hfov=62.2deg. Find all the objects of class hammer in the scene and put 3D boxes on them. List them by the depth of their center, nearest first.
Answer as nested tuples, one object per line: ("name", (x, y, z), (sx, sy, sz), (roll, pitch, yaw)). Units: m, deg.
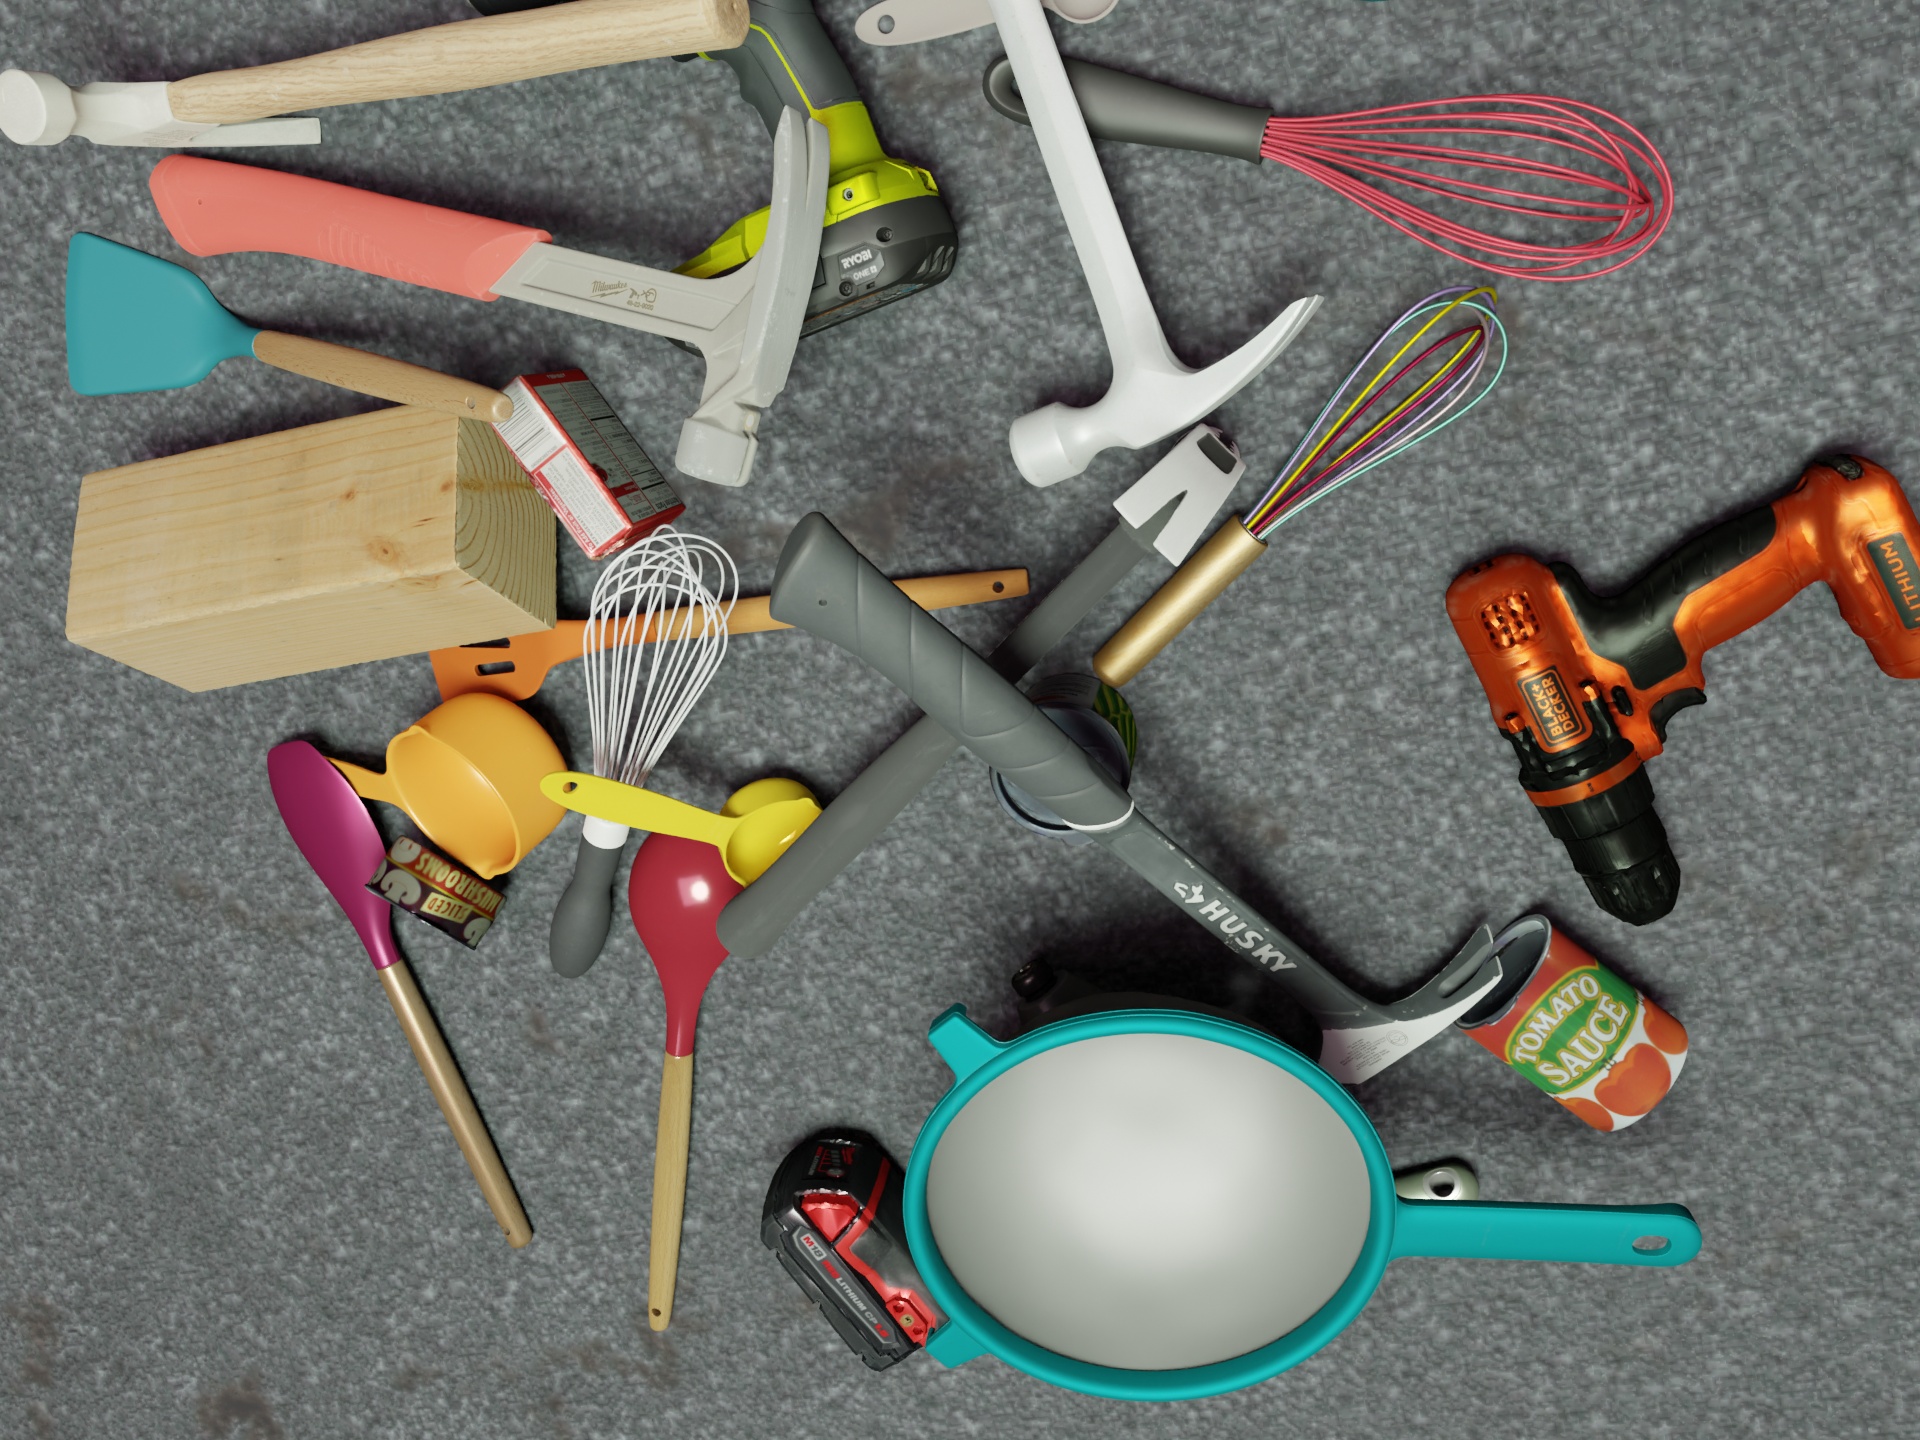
("hammer", (0.024, -0.312, 0.665), (0.144, 0.035, 0.405), (-18, 95, 27))
("hammer", (-0.240, -0.277, 0.678), (0.331, 0.130, 0.031), (1, 107, 22))
("hammer", (0.076, 0.047, 0.684), (0.149, 0.036, 0.408), (-35, 122, 27))
("hammer", (-0.224, -0.218, 0.706), (0.359, 0.036, 0.149), (19, 101, 24))
("hammer", (-0.001, -0.002, 0.726), (0.035, 0.146, 0.334), (44, 111, -2))

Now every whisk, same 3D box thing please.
("whisk", (0.149, -0.245, 0.676), (0.296, 0.073, 0.073), (16, 108, 13))
("whisk", (0.151, -0.101, 0.724), (0.051, 0.047, 0.245), (43, 113, -4))
("whisk", (-0.168, 0.027, 0.791), (0.070, 0.070, 0.284), (24, 123, 3))
("whisk", (0.147, 0.273, 0.827), (0.246, 0.058, 0.059), (-19, 140, 12))

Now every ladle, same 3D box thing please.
("ladle", (-0.157, 0.202, 0.872), (0.069, 0.031, 0.315), (10, 109, 9))

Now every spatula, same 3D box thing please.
("spatula", (-0.325, -0.172, 0.754), (0.318, 0.044, 0.082), (18, 107, 33))
("spatula", (-0.125, -0.053, 0.797), (0.322, 0.041, 0.081), (-6, 105, 8))

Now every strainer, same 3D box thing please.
("strainer", (0.147, 0.199, 0.719), (0.340, 0.095, 0.210), (2, 114, 2))

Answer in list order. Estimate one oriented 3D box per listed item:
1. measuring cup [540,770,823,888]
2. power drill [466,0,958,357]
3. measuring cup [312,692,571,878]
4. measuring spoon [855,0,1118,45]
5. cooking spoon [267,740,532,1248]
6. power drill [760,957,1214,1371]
("measuring cup", (-0.134, 0.042, 0.778), (0.156, 0.029, 0.062), (19, 115, -35))
("power drill", (-0.111, -0.282, 0.702), (0.190, 0.080, 0.228), (-16, 99, 21))
("measuring cup", (-0.276, 0.023, 0.836), (0.174, 0.052, 0.095), (9, 128, 34))
("measuring spoon", (0.013, -0.317, 0.704), (0.124, 0.018, 0.034), (-4, 106, 19))
("cooking spoon", (-0.308, 0.158, 0.886), (0.069, 0.017, 0.318), (-12, 106, 32))
("power drill", (0.012, 0.224, 0.821), (0.219, 0.078, 0.143), (-35, 98, 14))
